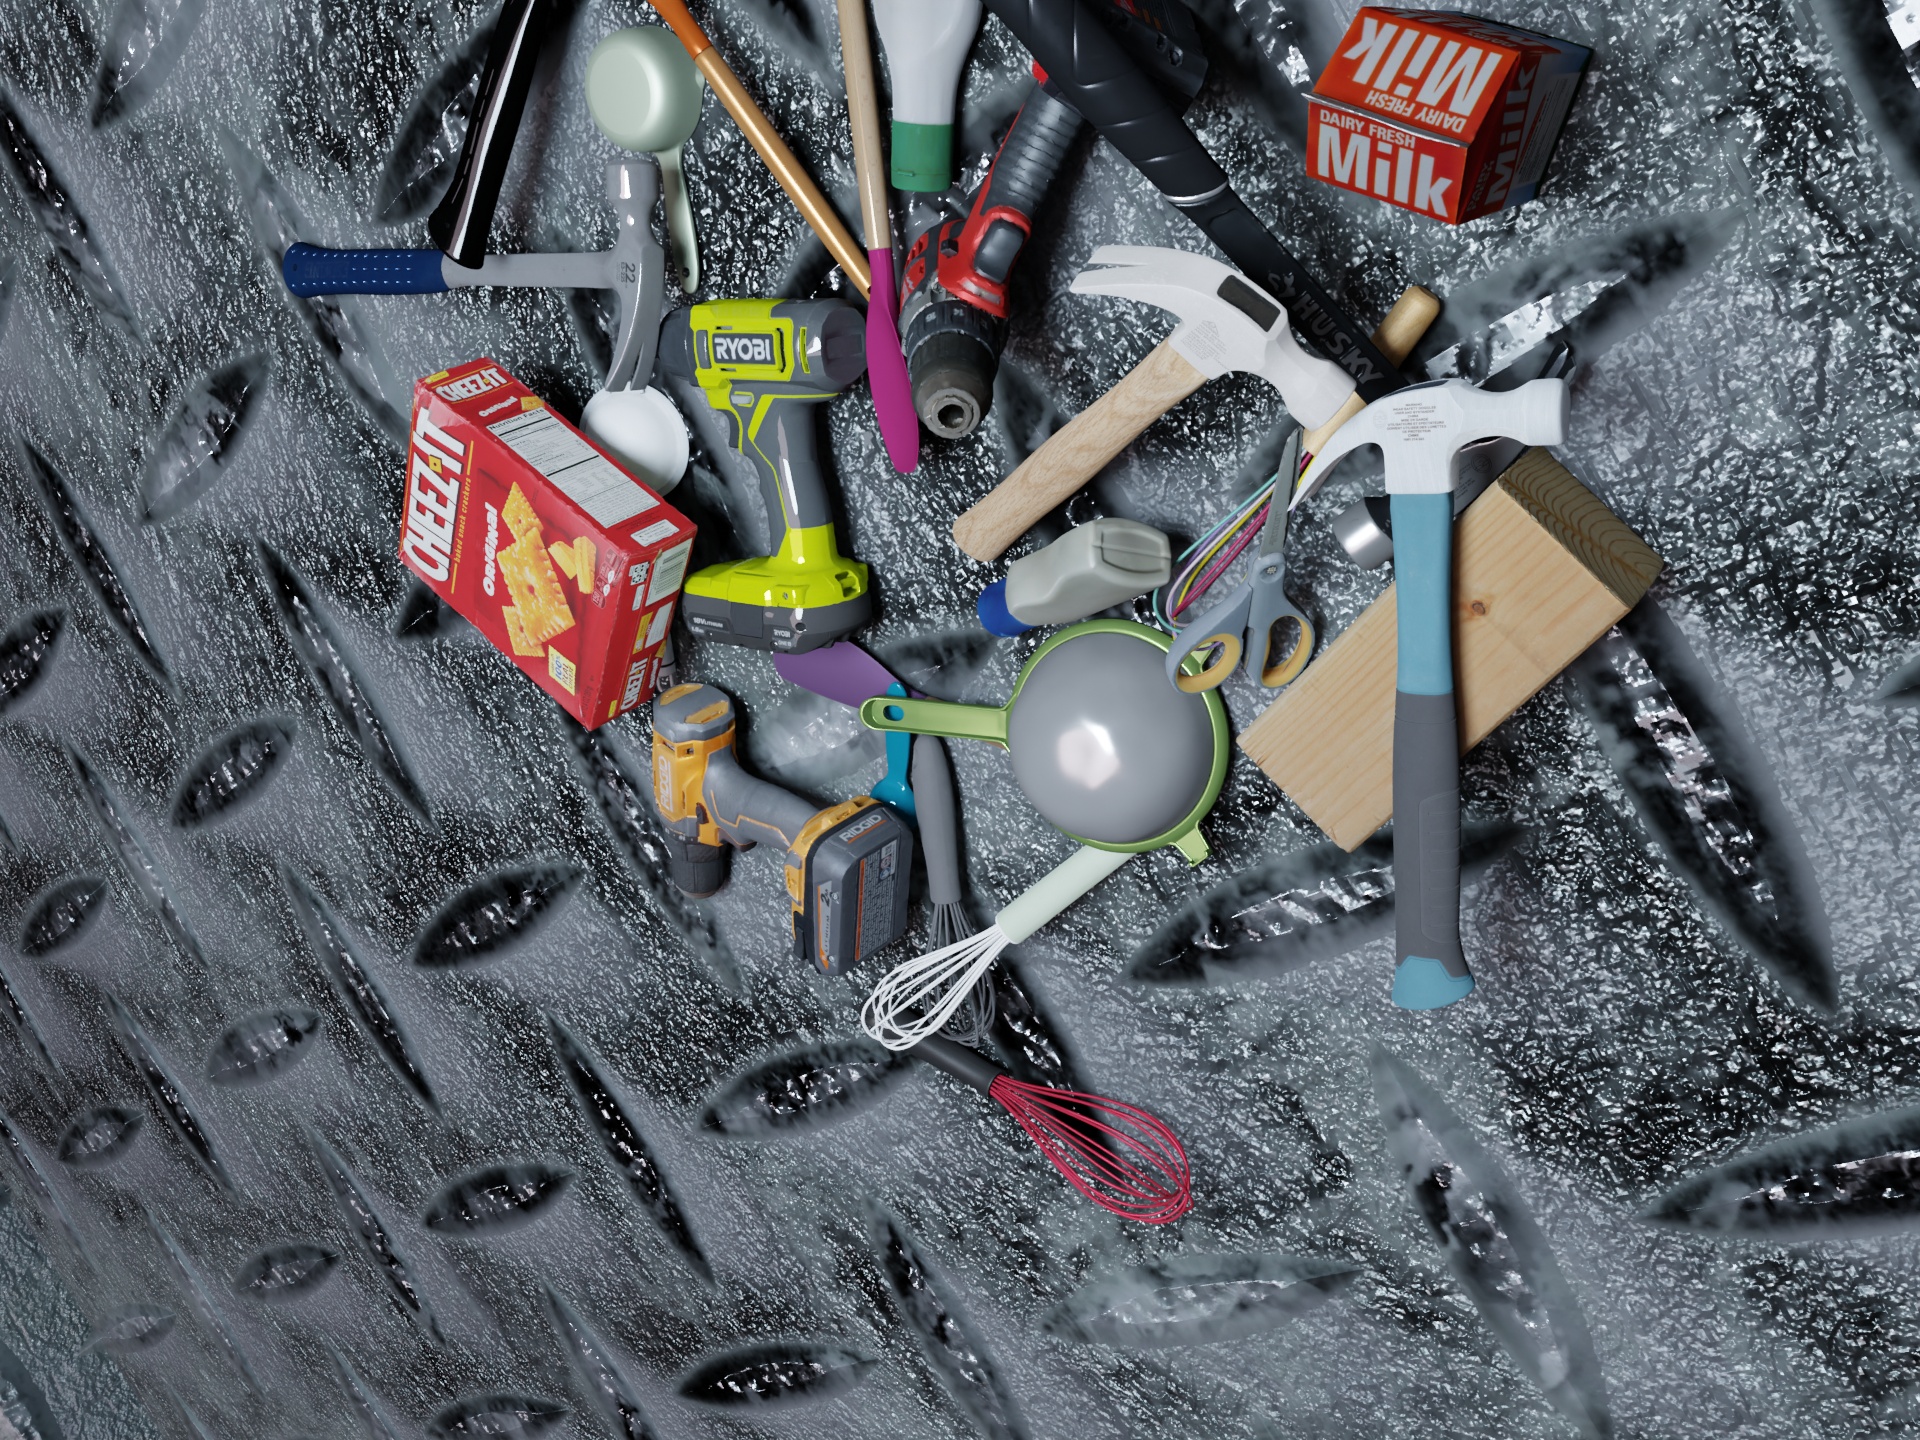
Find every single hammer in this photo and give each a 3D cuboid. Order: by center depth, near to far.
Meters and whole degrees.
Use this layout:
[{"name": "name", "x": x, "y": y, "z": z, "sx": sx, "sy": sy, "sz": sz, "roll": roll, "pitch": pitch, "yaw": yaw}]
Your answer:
[{"name": "hammer", "x": 0.130, "y": -0.243, "z": 0.759, "sx": 0.408, "sy": 0.036, "sz": 0.149, "roll": 40, "pitch": 121, "yaw": -22}, {"name": "hammer", "x": 0.234, "y": -0.003, "z": 0.797, "sx": 0.128, "sy": 0.033, "sz": 0.330, "roll": 6, "pitch": 113, "yaw": 31}, {"name": "hammer", "x": 0.069, "y": -0.154, "z": 0.865, "sx": 0.130, "sy": 0.031, "sz": 0.331, "roll": 39, "pitch": 156, "yaw": -10}, {"name": "hammer", "x": -0.268, "y": -0.447, "z": 1.000, "sx": 0.146, "sy": 0.035, "sz": 0.334, "roll": 31, "pitch": 112, "yaw": 17}, {"name": "hammer", "x": -0.356, "y": -0.314, "z": 1.130, "sx": 0.406, "sy": 0.035, "sz": 0.144, "roll": 11, "pitch": 108, "yaw": 36}]

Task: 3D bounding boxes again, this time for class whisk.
[{"name": "whisk", "x": 0.182, "y": -0.136, "z": 0.885, "sx": 0.051, "sy": 0.047, "sz": 0.245, "roll": 34, "pitch": 122, "yaw": 1}, {"name": "whisk", "x": 0.027, "y": 0.146, "z": 1.074, "sx": 0.246, "sy": 0.058, "sz": 0.059, "roll": -40, "pitch": 124, "yaw": 19}, {"name": "whisk", "x": -0.009, "y": 0.123, "z": 1.123, "sx": 0.055, "sy": 0.055, "sz": 0.239, "roll": 3, "pitch": 109, "yaw": 32}, {"name": "whisk", "x": 0.042, "y": 0.272, "z": 1.150, "sx": 0.296, "sy": 0.073, "sz": 0.073, "roll": 25, "pitch": 123, "yaw": 29}]

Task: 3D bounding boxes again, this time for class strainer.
[{"name": "strainer", "x": 0.038, "y": 0.010, "z": 1.004, "sx": 0.256, "sy": 0.069, "sz": 0.151, "roll": 6, "pitch": 104, "yaw": 26}, {"name": "strainer", "x": -0.232, "y": -0.135, "z": 1.158, "sx": 0.087, "sy": 0.050, "sz": 0.258, "roll": 4, "pitch": 117, "yaw": 16}]

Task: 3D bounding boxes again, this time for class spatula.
[{"name": "spatula", "x": -0.142, "y": -0.382, "z": 0.959, "sx": 0.081, "sy": 0.041, "sz": 0.322, "roll": -35, "pitch": 100, "yaw": 14}, {"name": "spatula", "x": -0.002, "y": -0.003, "z": 1.076, "sx": 0.316, "sy": 0.018, "sz": 0.059, "roll": 21, "pitch": 132, "yaw": 25}]

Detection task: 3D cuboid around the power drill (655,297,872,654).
[{"name": "power drill", "x": -0.135, "y": -0.166, "z": 1.058, "sx": 0.171, "sy": 0.080, "sz": 0.223, "roll": 10, "pitch": 113, "yaw": 35}]

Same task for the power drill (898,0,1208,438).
[{"name": "power drill", "x": 0.034, "y": -0.269, "z": 0.836, "sx": 0.080, "sy": 0.188, "sz": 0.226, "roll": 23, "pitch": 127, "yaw": -18}]

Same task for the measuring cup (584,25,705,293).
[{"name": "measuring cup", "x": -0.200, "y": -0.361, "z": 1.032, "sx": 0.083, "sy": 0.038, "sz": 0.167, "roll": 3, "pitch": 110, "yaw": 32}]

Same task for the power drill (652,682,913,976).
[{"name": "power drill", "x": -0.143, "y": 0.096, "z": 1.166, "sx": 0.226, "sy": 0.084, "sz": 0.185, "roll": 31, "pitch": 133, "yaw": 31}]

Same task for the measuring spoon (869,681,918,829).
[{"name": "measuring spoon", "x": -0.049, "y": 0.030, "z": 1.108, "sx": 0.042, "sy": 0.021, "sz": 0.128, "roll": 22, "pitch": 131, "yaw": 25}]

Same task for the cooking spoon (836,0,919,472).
[{"name": "cooking spoon", "x": -0.051, "y": -0.308, "z": 0.950, "sx": 0.069, "sy": 0.017, "sz": 0.318, "roll": -159, "pitch": 60, "yaw": -66}]
